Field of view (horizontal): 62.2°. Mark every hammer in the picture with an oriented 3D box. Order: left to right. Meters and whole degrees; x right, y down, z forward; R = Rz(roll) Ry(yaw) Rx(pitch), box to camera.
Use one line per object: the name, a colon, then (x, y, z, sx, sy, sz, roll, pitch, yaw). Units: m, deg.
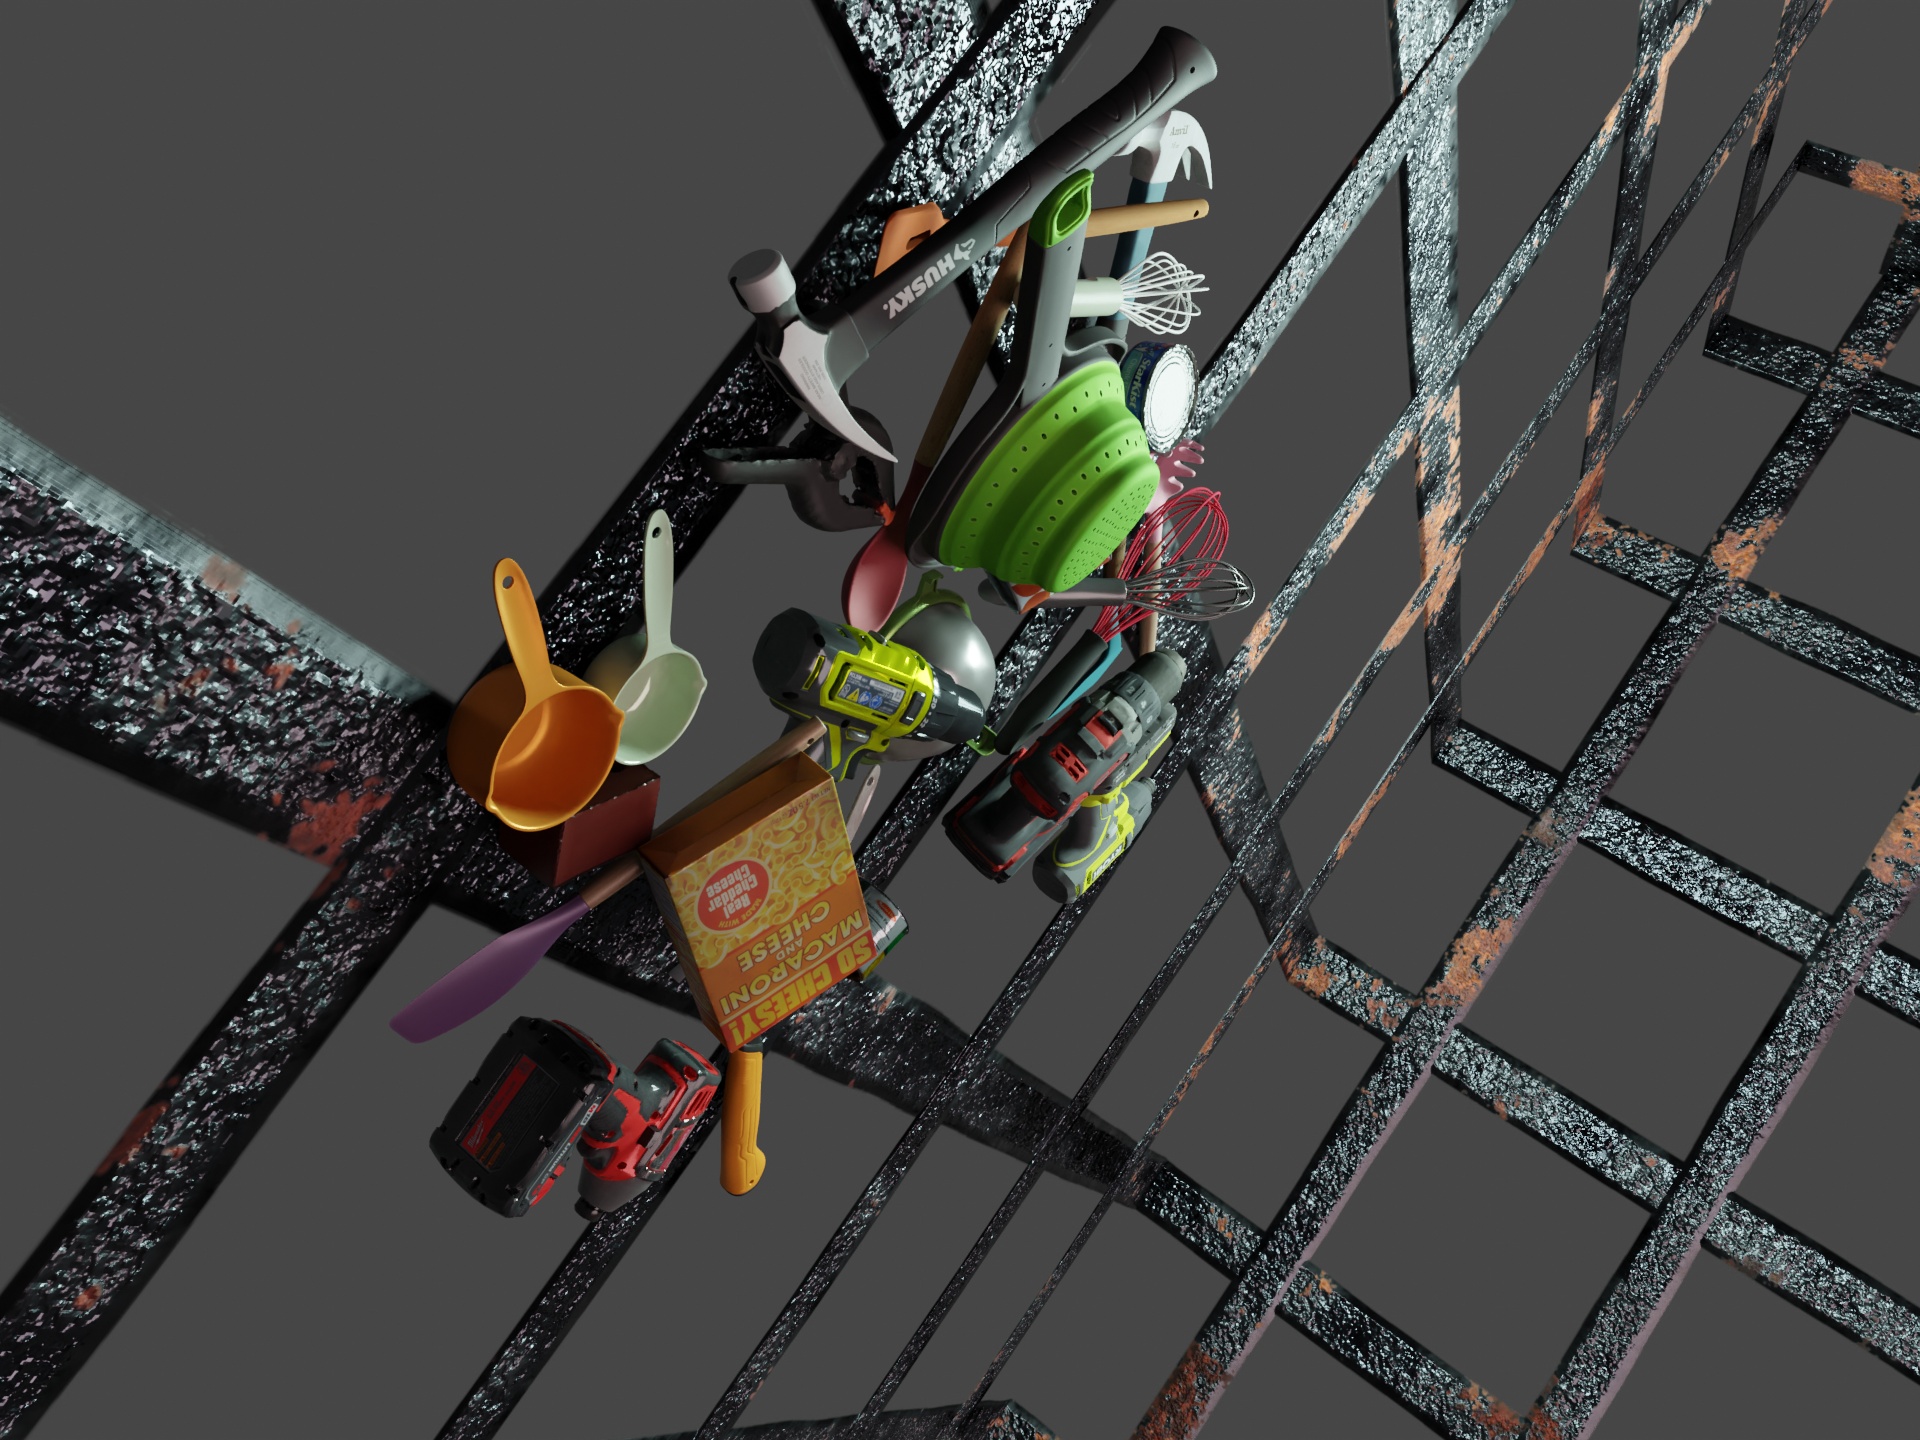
hammer: (-0.180, 0.283, 1.294, 0.127, 0.034, 0.336, -35, 146, -40)
hammer: (0.025, -0.290, 0.919, 0.335, 0.035, 0.146, -42, 135, -13)
hammer: (0.110, -0.289, 1.182, 0.128, 0.033, 0.330, -28, 141, -45)

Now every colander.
colander: (0.069, -0.182, 0.986, 0.204, 0.094, 0.396, -43, 167, -16)

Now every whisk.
whisk: (0.128, -0.083, 1.342, 0.296, 0.073, 0.073, -49, 153, -9)
whisk: (0.102, -0.286, 1.066, 0.246, 0.058, 0.059, -24, 103, -55)
whisk: (0.127, -0.106, 1.280, 0.239, 0.055, 0.055, -1, 127, -18)

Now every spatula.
spatula: (-0.211, 0.096, 0.986, 0.316, 0.018, 0.059, -38, 151, -11)
spatula: (0.056, -0.310, 1.021, 0.322, 0.041, 0.081, -21, 143, -37)
spatula: (0.123, -0.130, 1.394, 0.082, 0.044, 0.317, -36, 142, -37)

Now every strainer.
strainer: (-0.002, -0.004, 1.252, 0.151, 0.069, 0.256, -57, 153, -3)

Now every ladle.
ladle: (-0.013, -0.190, 1.034, 0.069, 0.031, 0.315, -27, 149, -56)

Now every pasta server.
pasta server: (0.181, -0.145, 1.460, 0.060, 0.040, 0.316, -33, 148, -19)

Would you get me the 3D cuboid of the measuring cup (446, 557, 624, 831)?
measuring cup: (-0.237, -0.021, 0.842, 0.095, 0.052, 0.173, -39, 142, -35)

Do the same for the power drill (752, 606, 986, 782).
power drill: (-0.091, 0.048, 1.101, 0.190, 0.080, 0.228, 20, 101, -45)

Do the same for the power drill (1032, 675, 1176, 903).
power drill: (0.147, 0.066, 1.593, 0.171, 0.080, 0.223, -42, 154, -28)

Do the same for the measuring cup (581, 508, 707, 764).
measuring cup: (-0.186, -0.052, 0.914, 0.083, 0.038, 0.167, -31, 141, -44)

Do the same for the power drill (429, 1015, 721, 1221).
power drill: (-0.261, 0.285, 1.110, 0.143, 0.079, 0.219, -55, 157, -5)

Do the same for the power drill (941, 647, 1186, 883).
power drill: (0.090, 0.034, 1.340, 0.188, 0.080, 0.226, -42, 176, -29)

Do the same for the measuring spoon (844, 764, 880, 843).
measuring spoon: (-0.096, 0.089, 1.259, 0.124, 0.018, 0.034, -65, 154, -2)
